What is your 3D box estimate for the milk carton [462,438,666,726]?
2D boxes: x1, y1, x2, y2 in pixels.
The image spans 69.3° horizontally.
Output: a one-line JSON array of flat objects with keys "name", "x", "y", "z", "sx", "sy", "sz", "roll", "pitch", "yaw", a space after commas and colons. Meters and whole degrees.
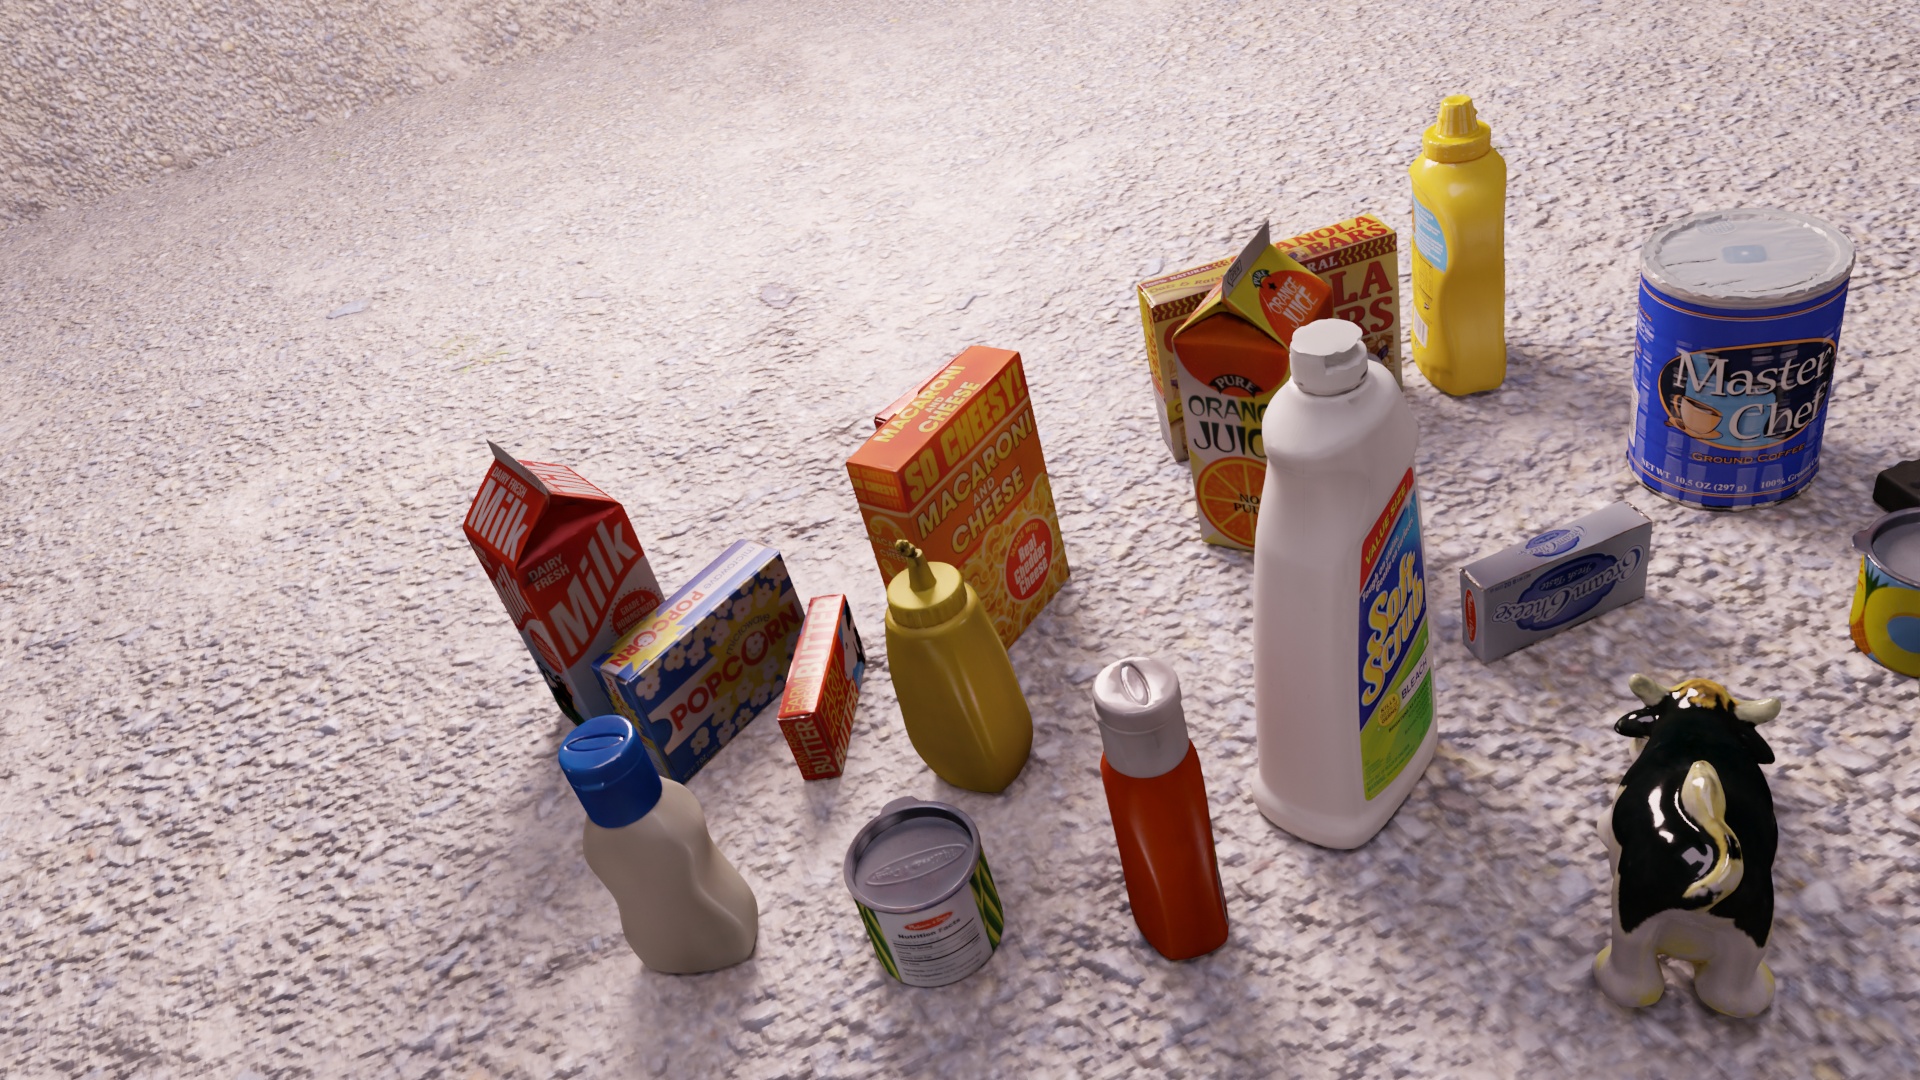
[{"name": "milk carton", "x": -0.225, "y": 0.027, "z": 0.815, "sx": 0.074, "sy": 0.189, "sz": 0.072, "roll": -36, "pitch": 40, "yaw": -26}]

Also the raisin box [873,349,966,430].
[{"name": "raisin box", "x": 0.000, "y": -0.046, "z": 0.888, "sx": 0.040, "sy": 0.122, "sz": 0.086, "roll": 22, "pitch": 50, "yaw": 40}]

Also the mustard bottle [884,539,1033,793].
[{"name": "mustard bottle", "x": -0.006, "y": 0.061, "z": 0.716, "sx": 0.065, "sy": 0.159, "sz": 0.049, "roll": 13, "pitch": 44, "yaw": 33}]

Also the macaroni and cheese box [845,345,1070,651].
[{"name": "macaroni and cheese box", "x": 0.003, "y": -0.010, "z": 0.802, "sx": 0.040, "sy": 0.165, "sz": 0.124, "roll": 13, "pitch": 45, "yaw": 34}]

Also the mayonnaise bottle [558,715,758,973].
[{"name": "mayonnaise bottle", "x": -0.146, "y": 0.147, "z": 0.662, "sx": 0.065, "sy": 0.147, "sz": 0.041, "roll": -9, "pitch": 36, "yaw": 9}]

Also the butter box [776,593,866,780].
[{"name": "butter box", "x": -0.078, "y": 0.083, "z": 0.803, "sx": 0.024, "sy": 0.053, "sz": 0.104, "roll": -7, "pitch": 37, "yaw": 12}]

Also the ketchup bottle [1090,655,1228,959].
[{"name": "ketchup bottle", "x": 0.087, "y": 0.117, "z": 0.615, "sx": 0.043, "sy": 0.148, "sz": 0.065, "roll": -18, "pitch": 36, "yaw": -3}]

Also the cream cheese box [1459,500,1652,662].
[{"name": "cream cheese box", "x": 0.316, "y": 0.022, "z": 0.740, "sx": 0.104, "sy": 0.053, "sz": 0.024, "roll": -21, "pitch": 36, "yaw": -8}]

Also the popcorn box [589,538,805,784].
[{"name": "popcorn box", "x": -0.147, "y": 0.070, "z": 0.819, "sx": 0.038, "sy": 0.084, "sz": 0.127, "roll": 17, "pitch": 46, "yaw": 37}]

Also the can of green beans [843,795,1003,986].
[{"name": "can of green beans", "x": -0.016, "y": 0.168, "z": 0.662, "sx": 0.071, "sy": 0.057, "sz": 0.071, "roll": -10, "pitch": 36, "yaw": 8}]

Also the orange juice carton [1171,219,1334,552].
[{"name": "orange juice carton", "x": 0.178, "y": -0.087, "z": 0.819, "sx": 0.073, "sy": 0.191, "sz": 0.072, "roll": 11, "pitch": 43, "yaw": 32}]

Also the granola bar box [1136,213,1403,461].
[{"name": "granola bar box", "x": 0.209, "y": -0.135, "z": 0.930, "sx": 0.166, "sy": 0.123, "sz": 0.039, "roll": -17, "pitch": 36, "yaw": -2}]

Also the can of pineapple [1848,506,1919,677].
[{"name": "can of pineapple", "x": 0.472, "y": 0.025, "z": 0.675, "sx": 0.071, "sy": 0.057, "sz": 0.071, "roll": -10, "pitch": 36, "yaw": 8}]
